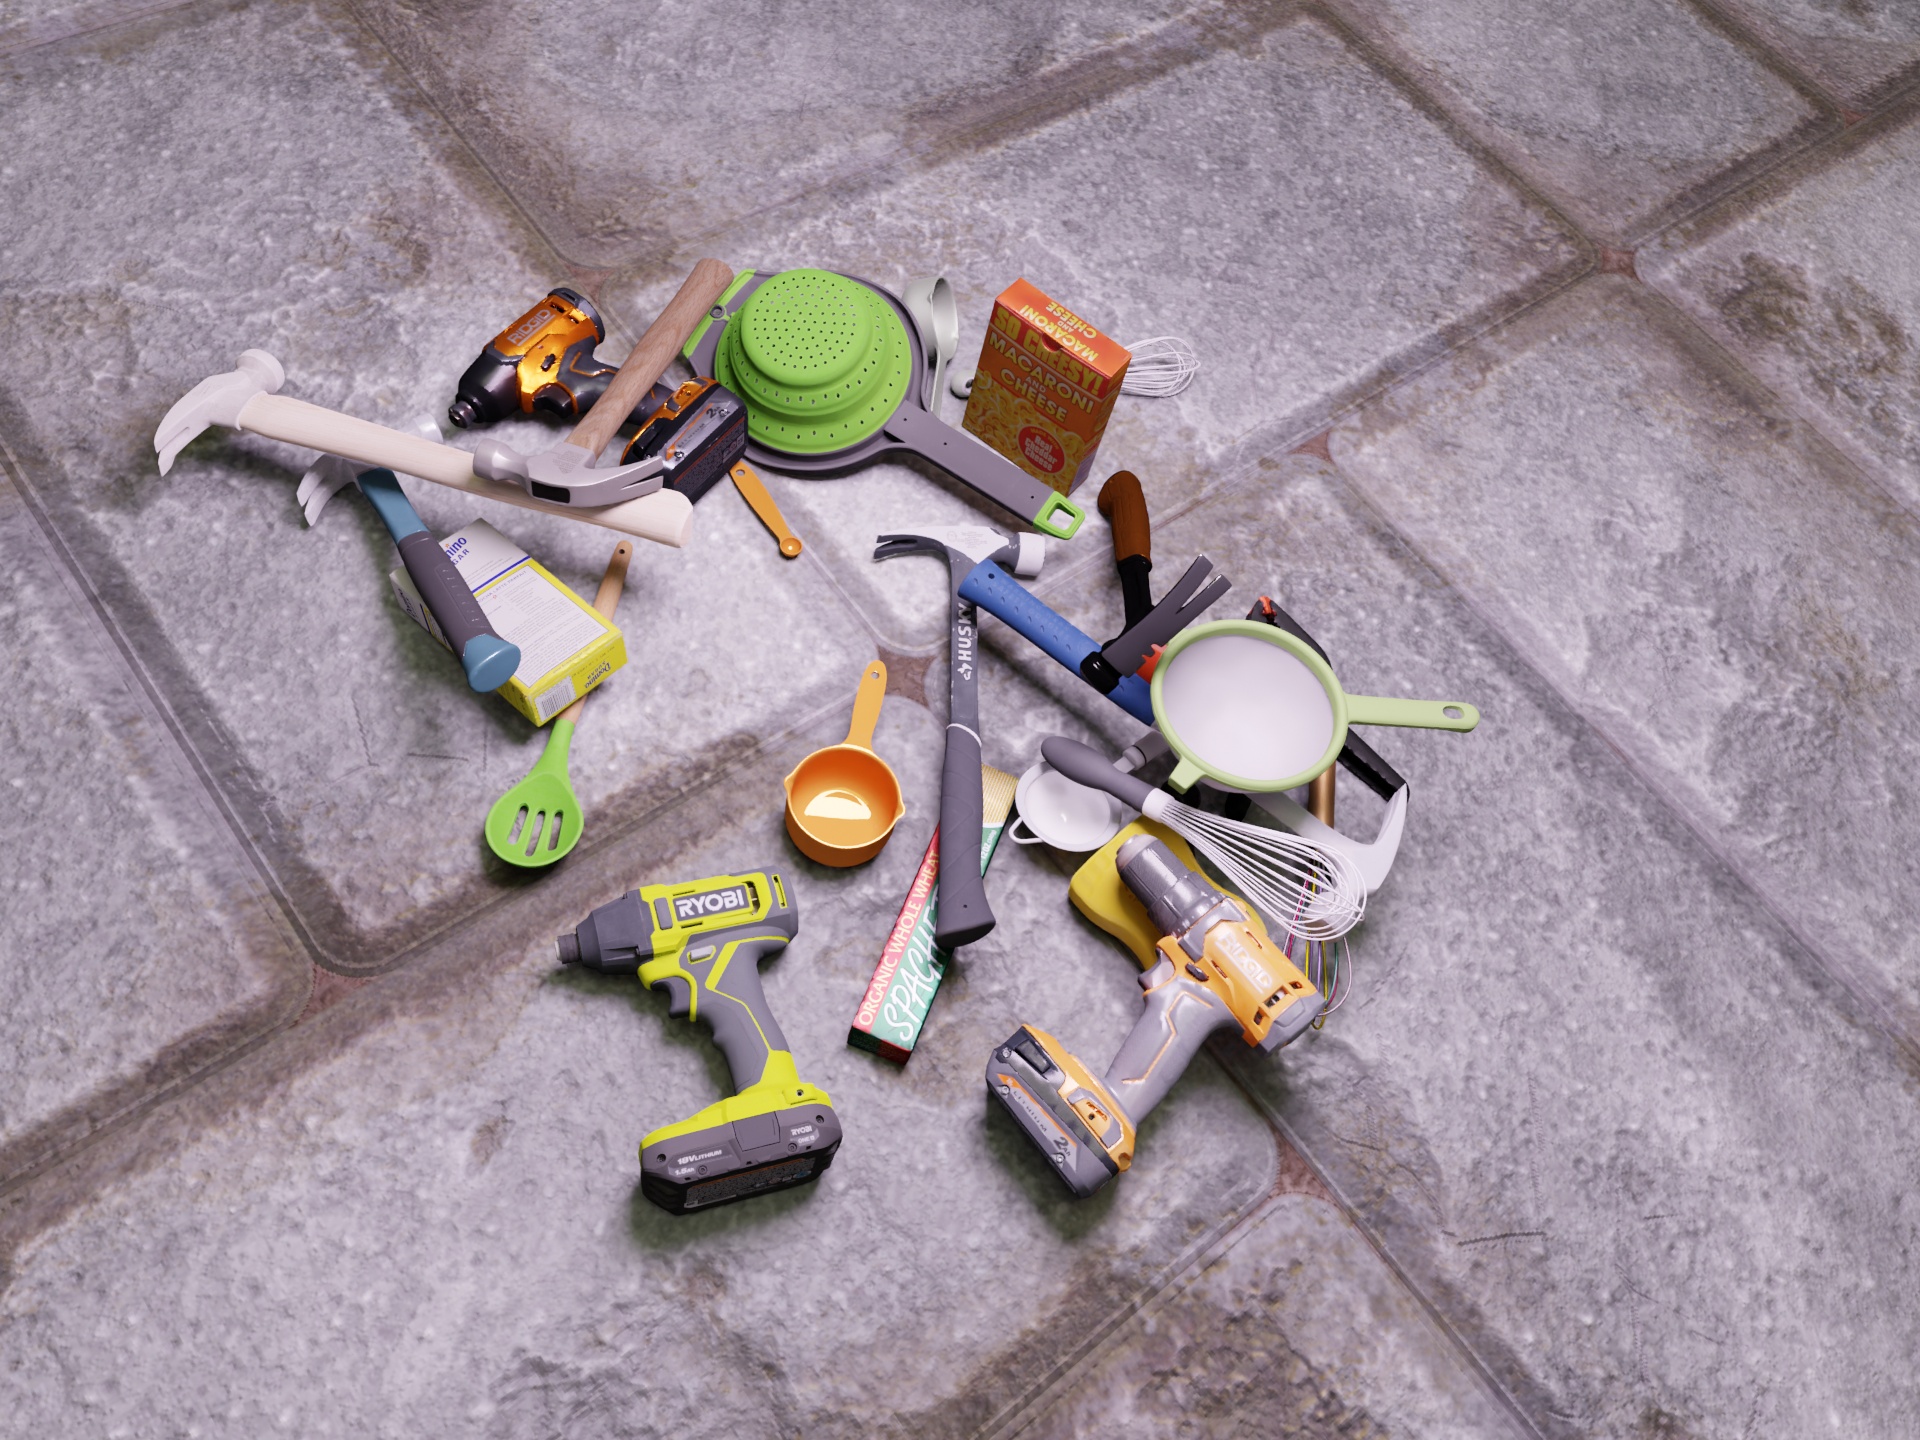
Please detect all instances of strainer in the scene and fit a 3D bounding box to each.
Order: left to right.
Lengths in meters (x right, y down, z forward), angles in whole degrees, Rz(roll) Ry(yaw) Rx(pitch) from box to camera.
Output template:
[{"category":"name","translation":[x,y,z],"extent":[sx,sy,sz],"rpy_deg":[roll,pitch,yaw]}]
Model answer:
[{"category":"strainer","translation":[0.135,0.037,1.287],"extent":[0.258,0.050,0.087],"rpy_deg":[-34,67,-23]},{"category":"strainer","translation":[0.264,0.004,1.217],"extent":[0.256,0.069,0.152],"rpy_deg":[3,58,-8]}]

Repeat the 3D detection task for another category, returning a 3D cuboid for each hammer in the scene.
[{"category":"hammer","translation":[-0.417,-0.131,1.232],"extent":[0.128,0.033,0.331],"rpy_deg":[-26,50,-20]},{"category":"hammer","translation":[-0.412,-0.196,1.245],"extent":[0.410,0.038,0.146],"rpy_deg":[15,43,5]},{"category":"hammer","translation":[-0.261,-0.284,1.304],"extent":[0.130,0.031,0.331],"rpy_deg":[18,48,5]},{"category":"hammer","translation":[-0.002,-0.004,1.266],"extent":[0.149,0.036,0.409],"rpy_deg":[7,52,-8]},{"category":"hammer","translation":[0.146,-0.141,1.300],"extent":[0.034,0.127,0.337],"rpy_deg":[41,22,-17]},{"category":"hammer","translation":[0.171,-0.001,1.266],"extent":[0.405,0.035,0.144],"rpy_deg":[38,62,12]}]

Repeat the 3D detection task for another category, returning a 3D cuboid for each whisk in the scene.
[{"category":"whisk","translation":[0.110,-0.328,1.505],"extent":[0.246,0.057,0.059],"rpy_deg":[-7,28,-12]},{"category":"whisk","translation":[0.175,0.078,1.191],"extent":[0.285,0.070,0.070],"rpy_deg":[29,57,27]},{"category":"whisk","translation":[0.284,0.126,1.264],"extent":[0.047,0.051,0.245],"rpy_deg":[22,61,-27]}]

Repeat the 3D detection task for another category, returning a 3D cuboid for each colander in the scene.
[{"category":"colander","translation":[-0.063,-0.281,1.374],"extent":[0.397,0.094,0.204],"rpy_deg":[33,78,9]}]

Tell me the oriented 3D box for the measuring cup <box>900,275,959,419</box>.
[{"category":"measuring cup","translation":[-0.034,-0.330,1.470],"extent":[0.038,0.083,0.168],"rpy_deg":[1,76,19]}]

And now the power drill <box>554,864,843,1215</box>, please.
[{"category":"power drill","translation":[-0.181,0.218,1.110],"extent":[0.171,0.080,0.223],"rpy_deg":[-10,59,-17]}]

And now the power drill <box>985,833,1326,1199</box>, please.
[{"category":"power drill","translation":[0.121,0.206,1.142],"extent":[0.226,0.084,0.185],"rpy_deg":[-38,73,-10]}]

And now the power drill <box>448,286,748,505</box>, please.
[{"category":"power drill","translation":[-0.314,-0.265,1.360],"extent":[0.226,0.084,0.164],"rpy_deg":[32,60,13]}]

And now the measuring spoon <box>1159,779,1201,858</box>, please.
[{"category":"measuring spoon","translation":[0.178,0.106,1.284],"extent":[0.034,0.018,0.124],"rpy_deg":[2,67,-3]}]

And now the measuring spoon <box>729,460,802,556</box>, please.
[{"category":"measuring spoon","translation":[-0.171,-0.184,1.382],"extent":[0.021,0.011,0.117],"rpy_deg":[-24,64,-24]}]

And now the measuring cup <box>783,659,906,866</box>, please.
[{"category":"measuring cup","translation":[-0.084,0.035,1.248],"extent":[0.095,0.052,0.174],"rpy_deg":[14,57,-3]}]

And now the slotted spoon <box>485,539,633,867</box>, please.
[{"category":"slotted spoon","translation":[-0.301,-0.018,1.249],"extent":[0.070,0.031,0.314],"rpy_deg":[12,57,-4]}]
